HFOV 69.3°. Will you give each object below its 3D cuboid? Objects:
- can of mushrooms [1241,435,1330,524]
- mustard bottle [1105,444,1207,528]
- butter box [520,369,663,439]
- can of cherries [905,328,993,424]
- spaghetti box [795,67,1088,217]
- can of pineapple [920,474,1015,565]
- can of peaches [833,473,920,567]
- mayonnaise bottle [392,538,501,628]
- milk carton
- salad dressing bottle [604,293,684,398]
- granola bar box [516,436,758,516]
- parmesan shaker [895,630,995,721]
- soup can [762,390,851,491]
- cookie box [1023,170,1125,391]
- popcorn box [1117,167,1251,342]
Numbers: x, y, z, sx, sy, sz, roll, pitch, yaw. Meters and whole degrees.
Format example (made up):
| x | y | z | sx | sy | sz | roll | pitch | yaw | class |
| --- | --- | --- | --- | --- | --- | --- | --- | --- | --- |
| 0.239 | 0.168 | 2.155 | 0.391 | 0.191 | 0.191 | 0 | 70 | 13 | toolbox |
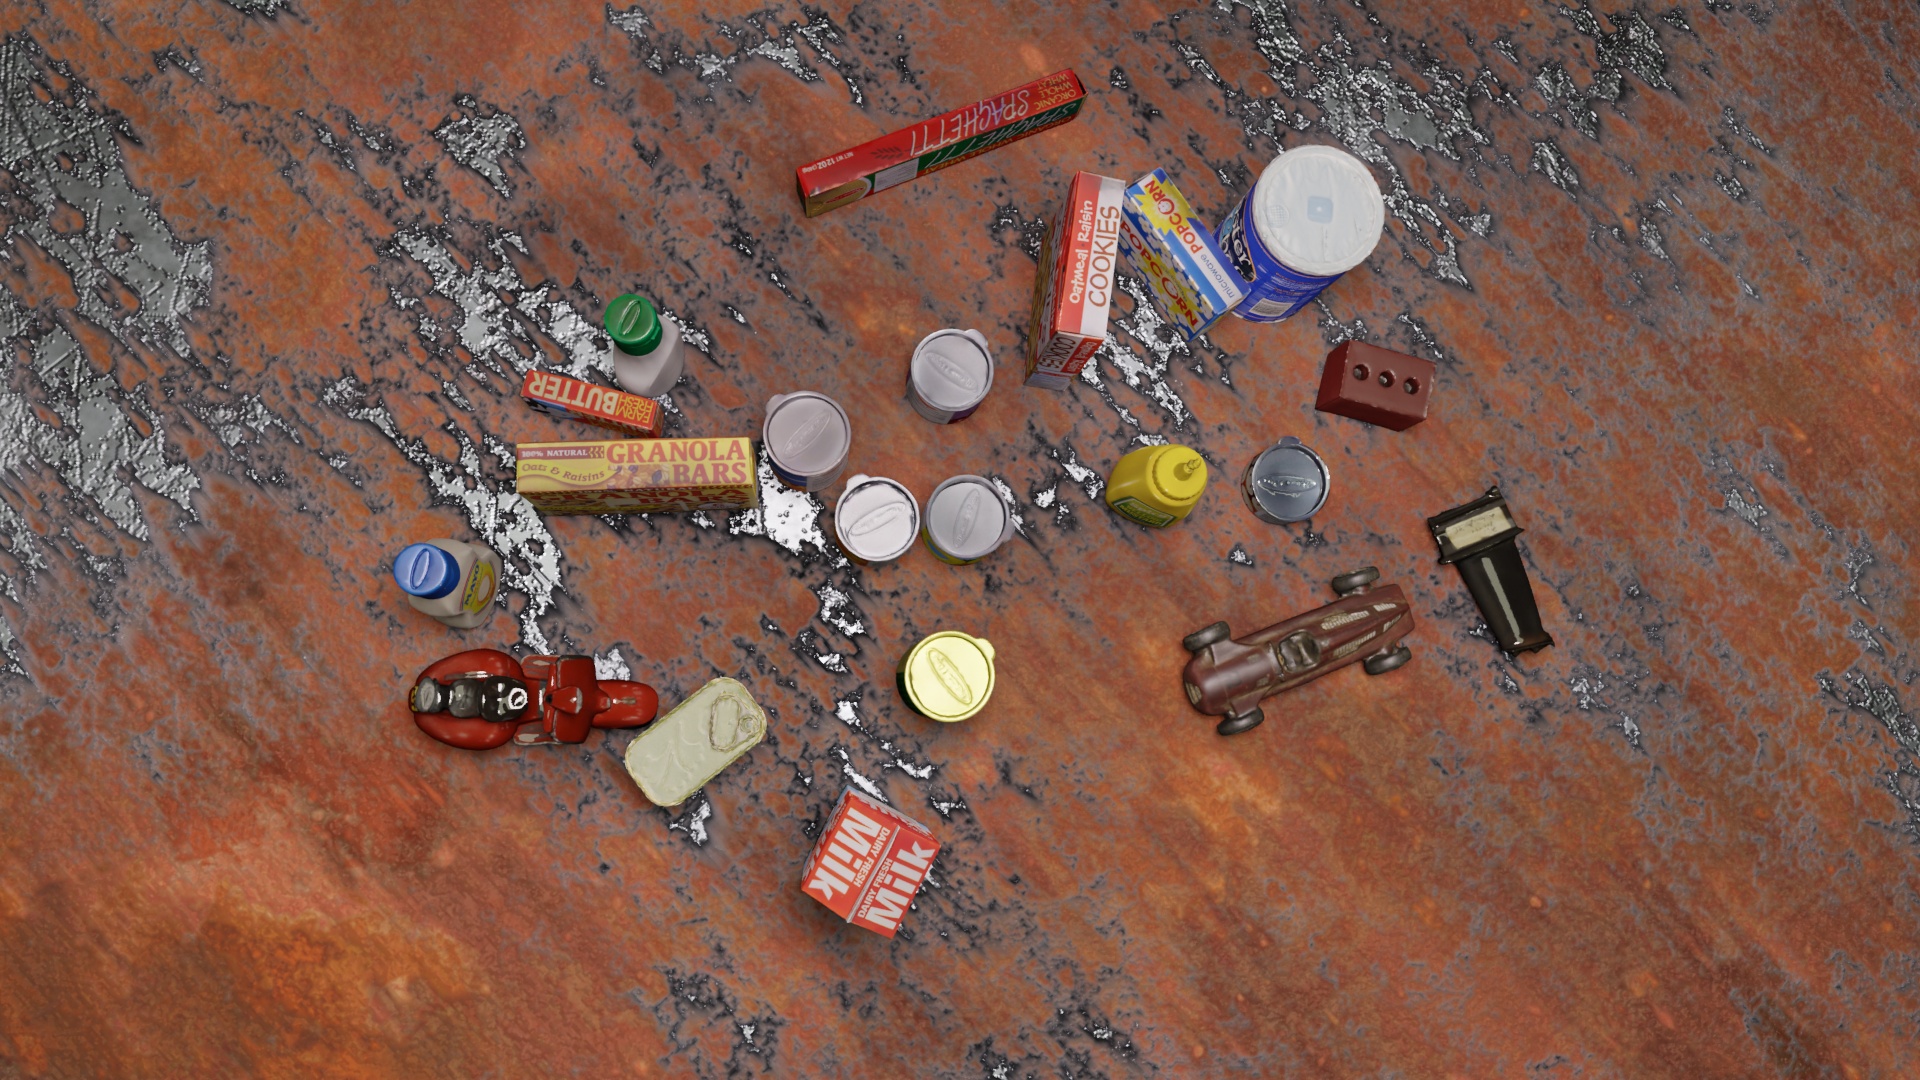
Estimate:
| x | y | z | sx | sy | sz | roll | pitch | yaw | class |
| --- | --- | --- | --- | --- | --- | --- | --- | --- | --- |
| 0.268 | -0.049 | 1.146 | 0.071 | 0.033 | 0.071 | 1 | 83 | -6 | can of mushrooms |
| 0.156 | -0.045 | 1.069 | 0.065 | 0.160 | 0.049 | 23 | 81 | -3 | mustard bottle |
| -0.285 | -0.105 | 1.082 | 0.103 | 0.053 | 0.024 | 14 | 82 | -4 | butter box |
| -0.007 | -0.132 | 1.114 | 0.071 | 0.058 | 0.071 | 1 | 83 | -6 | can of cherries |
| -0.016 | -0.327 | 1.143 | 0.250 | 0.050 | 0.028 | -23 | 86 | -9 | spaghetti box |
| 0.004 | -0.014 | 1.100 | 0.071 | 0.058 | 0.071 | 1 | 83 | -6 | can of pineapple |
| -0.068 | -0.016 | 1.092 | 0.071 | 0.058 | 0.071 | 1 | 83 | -6 | can of peaches |
| -0.371 | 0.028 | 1.007 | 0.041 | 0.148 | 0.065 | 15 | 82 | -4 | mayonnaise bottle |
| -0.066 | 0.227 | 0.993 | 0.073 | 0.190 | 0.072 | 29 | 81 | -2 | milk carton |
| -0.239 | -0.147 | 1.045 | 0.044 | 0.147 | 0.064 | 25 | 81 | -3 | salad dressing bottle |
| -0.237 | -0.048 | 1.044 | 0.166 | 0.124 | 0.039 | -2 | 83 | -7 | granola bar box |
| -0.011 | 0.103 | 1.060 | 0.071 | 0.103 | 0.071 | 1 | 83 | -6 | parmesan shaker |
| -0.121 | -0.078 | 1.081 | 0.071 | 0.083 | 0.071 | 1 | 83 | -6 | soup can |
| 0.084 | -0.196 | 1.077 | 0.040 | 0.167 | 0.123 | 8 | 82 | -5 | cookie box |
| 0.175 | -0.231 | 1.133 | 0.038 | 0.085 | 0.126 | -35 | 88 | -9 | popcorn box |
